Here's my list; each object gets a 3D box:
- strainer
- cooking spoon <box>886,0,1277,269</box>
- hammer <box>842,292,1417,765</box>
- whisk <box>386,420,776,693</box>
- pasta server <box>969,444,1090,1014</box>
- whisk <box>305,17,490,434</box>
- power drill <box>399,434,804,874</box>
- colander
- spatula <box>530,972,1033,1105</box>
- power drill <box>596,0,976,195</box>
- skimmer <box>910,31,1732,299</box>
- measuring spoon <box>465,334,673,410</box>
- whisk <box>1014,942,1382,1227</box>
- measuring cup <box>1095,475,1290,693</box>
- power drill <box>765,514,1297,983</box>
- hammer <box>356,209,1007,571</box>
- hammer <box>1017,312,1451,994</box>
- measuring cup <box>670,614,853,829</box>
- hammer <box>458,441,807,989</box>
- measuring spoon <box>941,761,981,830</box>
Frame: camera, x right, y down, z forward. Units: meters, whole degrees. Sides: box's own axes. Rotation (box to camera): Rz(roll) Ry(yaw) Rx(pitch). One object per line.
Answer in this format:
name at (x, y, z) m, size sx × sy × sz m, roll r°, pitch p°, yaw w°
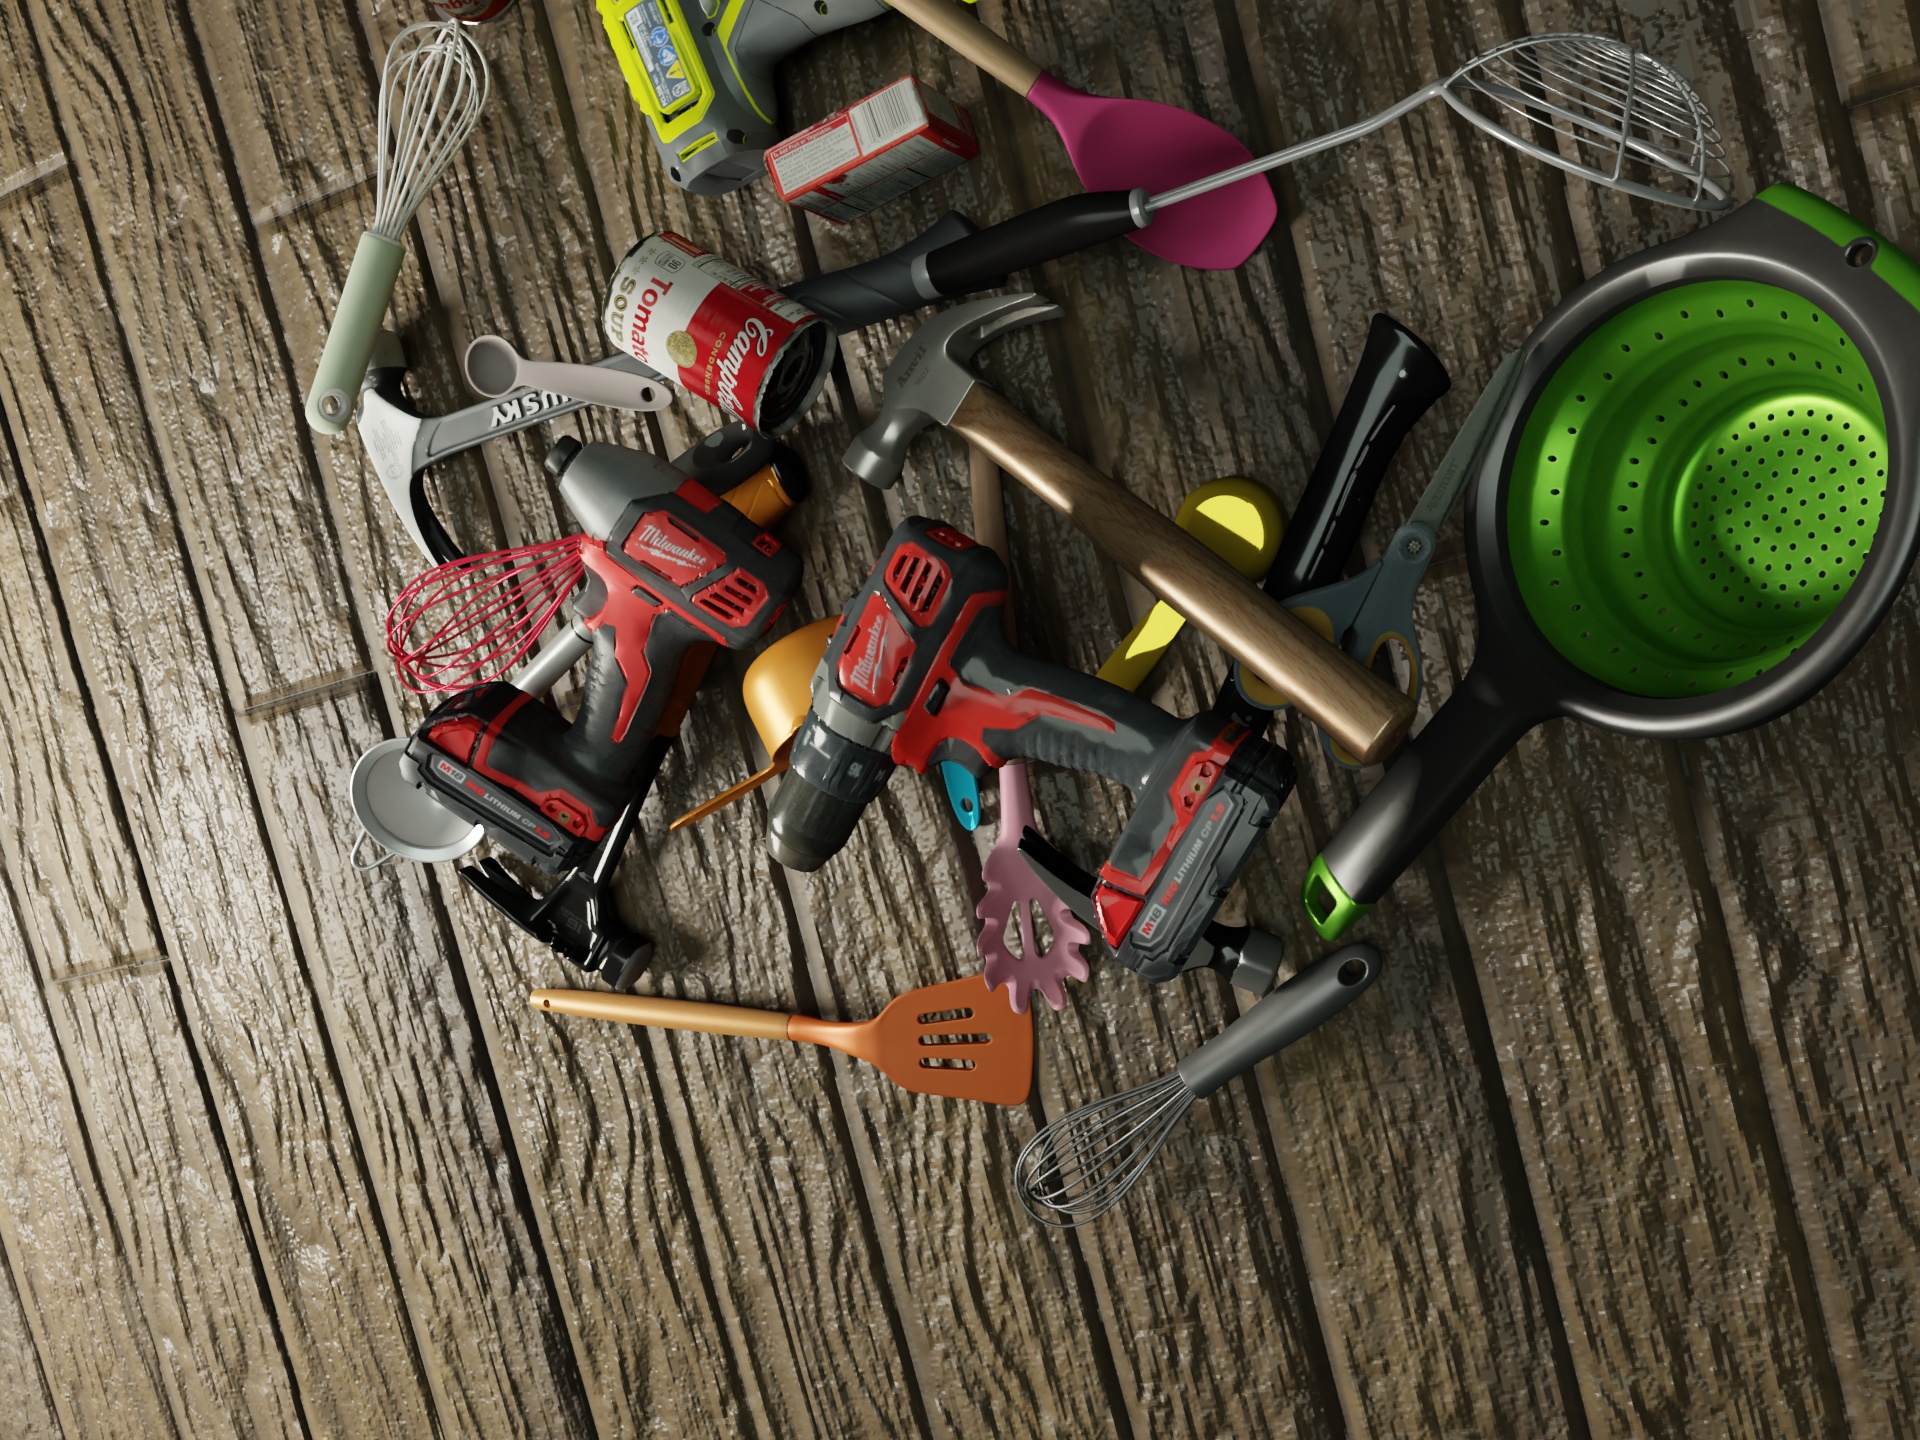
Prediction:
strainer at (-0.281, 0.006, 0.945) m, size 0.086 × 0.050 × 0.258 m, roll 43°, pitch 118°, yaw -16°
cooking spoon at (0.014, -0.318, 0.754) m, size 0.318 × 0.017 × 0.068 m, roll 32°, pitch 126°, yaw -10°
hammer at (0.081, -0.094, 0.760) m, size 0.332 × 0.031 × 0.130 m, roll 42°, pitch 109°, yaw 28°
whisk at (-0.221, -0.093, 0.898) m, size 0.296 × 0.073 × 0.073 m, roll -26°, pitch 89°, yaw 24°
pasta server at (0.026, -0.004, 0.846) m, size 0.060 × 0.040 × 0.316 m, roll -6°, pitch 95°, yaw -3°
whisk at (-0.327, -0.281, 0.908) m, size 0.059 × 0.057 × 0.246 m, roll 24°, pitch 95°, yaw 56°
power drill at (-0.197, -0.039, 0.846) m, size 0.143 × 0.079 × 0.219 m, roll 36°, pitch 110°, yaw -8°
colander at (0.290, -0.036, 0.718) m, size 0.397 × 0.094 × 0.205 m, roll -60°, pitch 43°, yaw 36°
spatula at (-0.115, 0.175, 0.934) m, size 0.323 × 0.041 × 0.081 m, roll 1°, pitch 100°, yaw 24°
power drill at (-0.089, -0.404, 0.806) m, size 0.228 × 0.080 × 0.190 m, roll -21°, pitch 92°, yaw 25°
skimmer at (0.148, -0.225, 0.728) m, size 0.363 × 0.127 × 0.090 m, roll -10°, pitch 113°, yaw 28°
measuring spoon at (-0.215, -0.189, 0.884) m, size 0.124 × 0.018 × 0.034 m, roll 12°, pitch 106°, yaw 10°
whisk at (0.124, 0.191, 0.836) m, size 0.239 × 0.055 × 0.055 m, roll -40°, pitch 84°, yaw 16°
measuring cup at (0.106, -0.056, 0.810) m, size 0.062 × 0.029 × 0.156 m, roll 40°, pitch 107°, yaw 10°
power drill at (0.023, 0.033, 0.758) m, size 0.227 × 0.080 × 0.188 m, roll 32°, pitch 106°, yaw 12°
hammer at (-0.167, -0.196, 0.888) m, size 0.409 × 0.036 × 0.149 m, roll -12°, pitch 95°, yaw 21°
hammer at (0.144, -0.033, 0.775) m, size 0.146 × 0.035 × 0.334 m, roll 21°, pitch 108°, yaw 2°
measuring cup at (-0.105, 0.001, 0.869) m, size 0.173 × 0.095 × 0.052 m, roll -32°, pitch 78°, yaw 24°
hammer at (-0.180, -0.011, 0.922) m, size 0.127 × 0.034 × 0.336 m, roll 31°, pitch 107°, yaw 12°
measuring spoon at (-0.001, -0.003, 0.870) m, size 0.042 × 0.021 × 0.128 m, roll 0°, pitch 108°, yaw 37°
